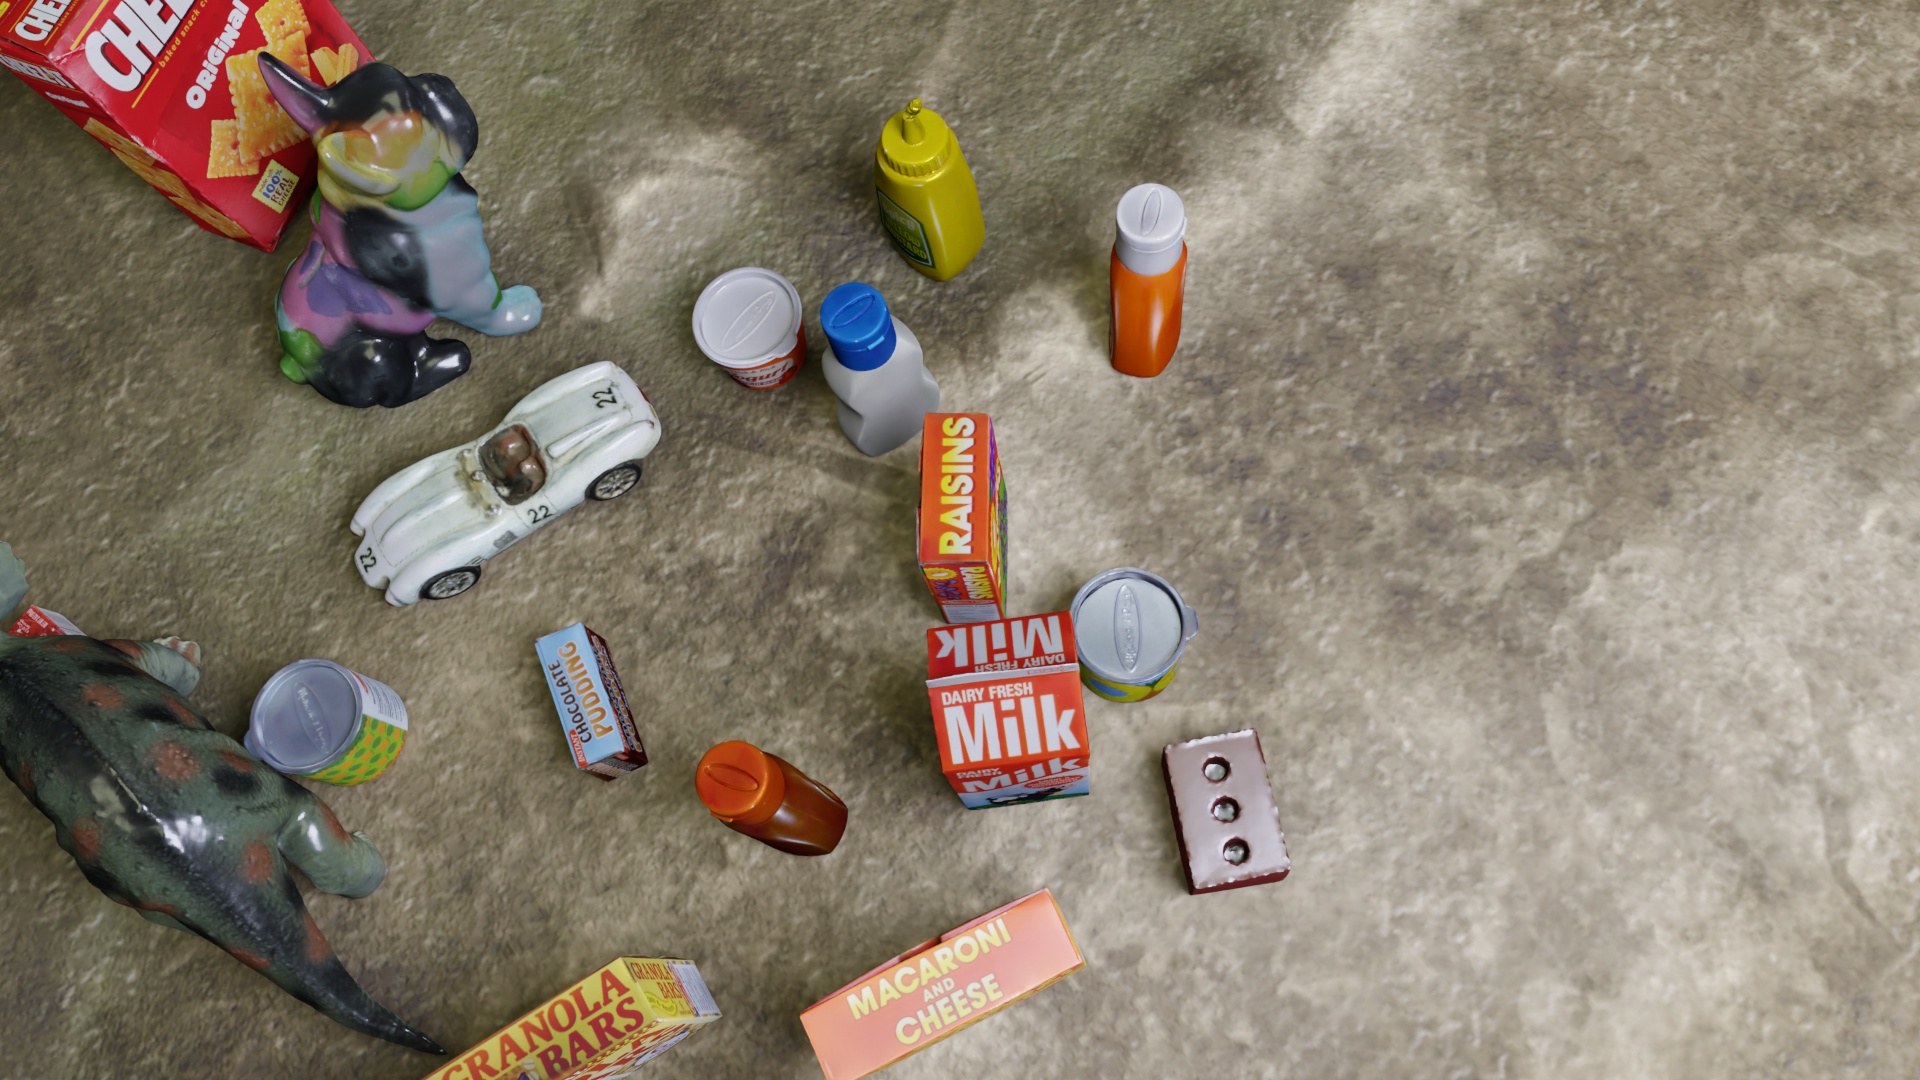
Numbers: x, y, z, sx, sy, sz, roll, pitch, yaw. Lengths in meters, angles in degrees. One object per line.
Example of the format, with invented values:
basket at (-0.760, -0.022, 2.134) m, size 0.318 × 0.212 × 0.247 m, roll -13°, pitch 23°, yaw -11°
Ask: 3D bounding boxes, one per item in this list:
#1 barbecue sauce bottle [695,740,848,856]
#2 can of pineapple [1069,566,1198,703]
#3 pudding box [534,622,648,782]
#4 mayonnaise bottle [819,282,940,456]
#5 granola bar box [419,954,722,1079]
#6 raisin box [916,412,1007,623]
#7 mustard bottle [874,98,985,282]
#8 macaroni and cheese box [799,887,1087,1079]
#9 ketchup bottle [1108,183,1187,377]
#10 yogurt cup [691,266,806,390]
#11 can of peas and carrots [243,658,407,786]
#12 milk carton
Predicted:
barbecue sauce bottle at (-0.102, 0.135, 0.727) m, size 0.065 × 0.148 × 0.044 m, roll 18°, pitch 75°, yaw 11°
can of pineapple at (0.096, 0.055, 0.782) m, size 0.071 × 0.057 × 0.071 m, roll -2°, pitch 72°, yaw 5°
pudding box at (-0.213, 0.094, 0.804) m, size 0.030 × 0.049 × 0.084 m, roll -24°, pitch 71°, yaw -2°
mayonnaise bottle at (-0.049, -0.099, 0.800) m, size 0.065 × 0.147 × 0.041 m, roll -37°, pitch 72°, yaw -7°
granola bar box at (-0.216, 0.271, 0.706) m, size 0.166 × 0.124 × 0.039 m, roll -32°, pitch 72°, yaw -5°
raisin box at (0.003, -0.010, 0.778) m, size 0.040 × 0.123 × 0.086 m, roll 0°, pitch 72°, yaw 6°
mustard bottle at (-0.023, -0.214, 0.829) m, size 0.065 × 0.159 × 0.049 m, roll 41°, pitch 80°, yaw 16°
macaroni and cheese box at (-0.002, 0.218, 0.680) m, size 0.124 × 0.166 × 0.040 m, roll -26°, pitch 72°, yaw -3°
ketchup bottle at (0.108, -0.151, 0.801) m, size 0.043 × 0.148 × 0.065 m, roll 11°, pitch 74°, yaw 9°
yogurt cup at (-0.128, -0.129, 0.867) m, size 0.072 × 0.053 × 0.072 m, roll -2°, pitch 72°, yaw 5°
can of peas and carrots at (-0.369, 0.109, 0.810) m, size 0.071 × 0.058 × 0.071 m, roll -2°, pitch 72°, yaw 5°
milk carton at (0.027, 0.087, 0.708) m, size 0.072 × 0.190 × 0.073 m, roll -8°, pitch 72°, yaw 3°
